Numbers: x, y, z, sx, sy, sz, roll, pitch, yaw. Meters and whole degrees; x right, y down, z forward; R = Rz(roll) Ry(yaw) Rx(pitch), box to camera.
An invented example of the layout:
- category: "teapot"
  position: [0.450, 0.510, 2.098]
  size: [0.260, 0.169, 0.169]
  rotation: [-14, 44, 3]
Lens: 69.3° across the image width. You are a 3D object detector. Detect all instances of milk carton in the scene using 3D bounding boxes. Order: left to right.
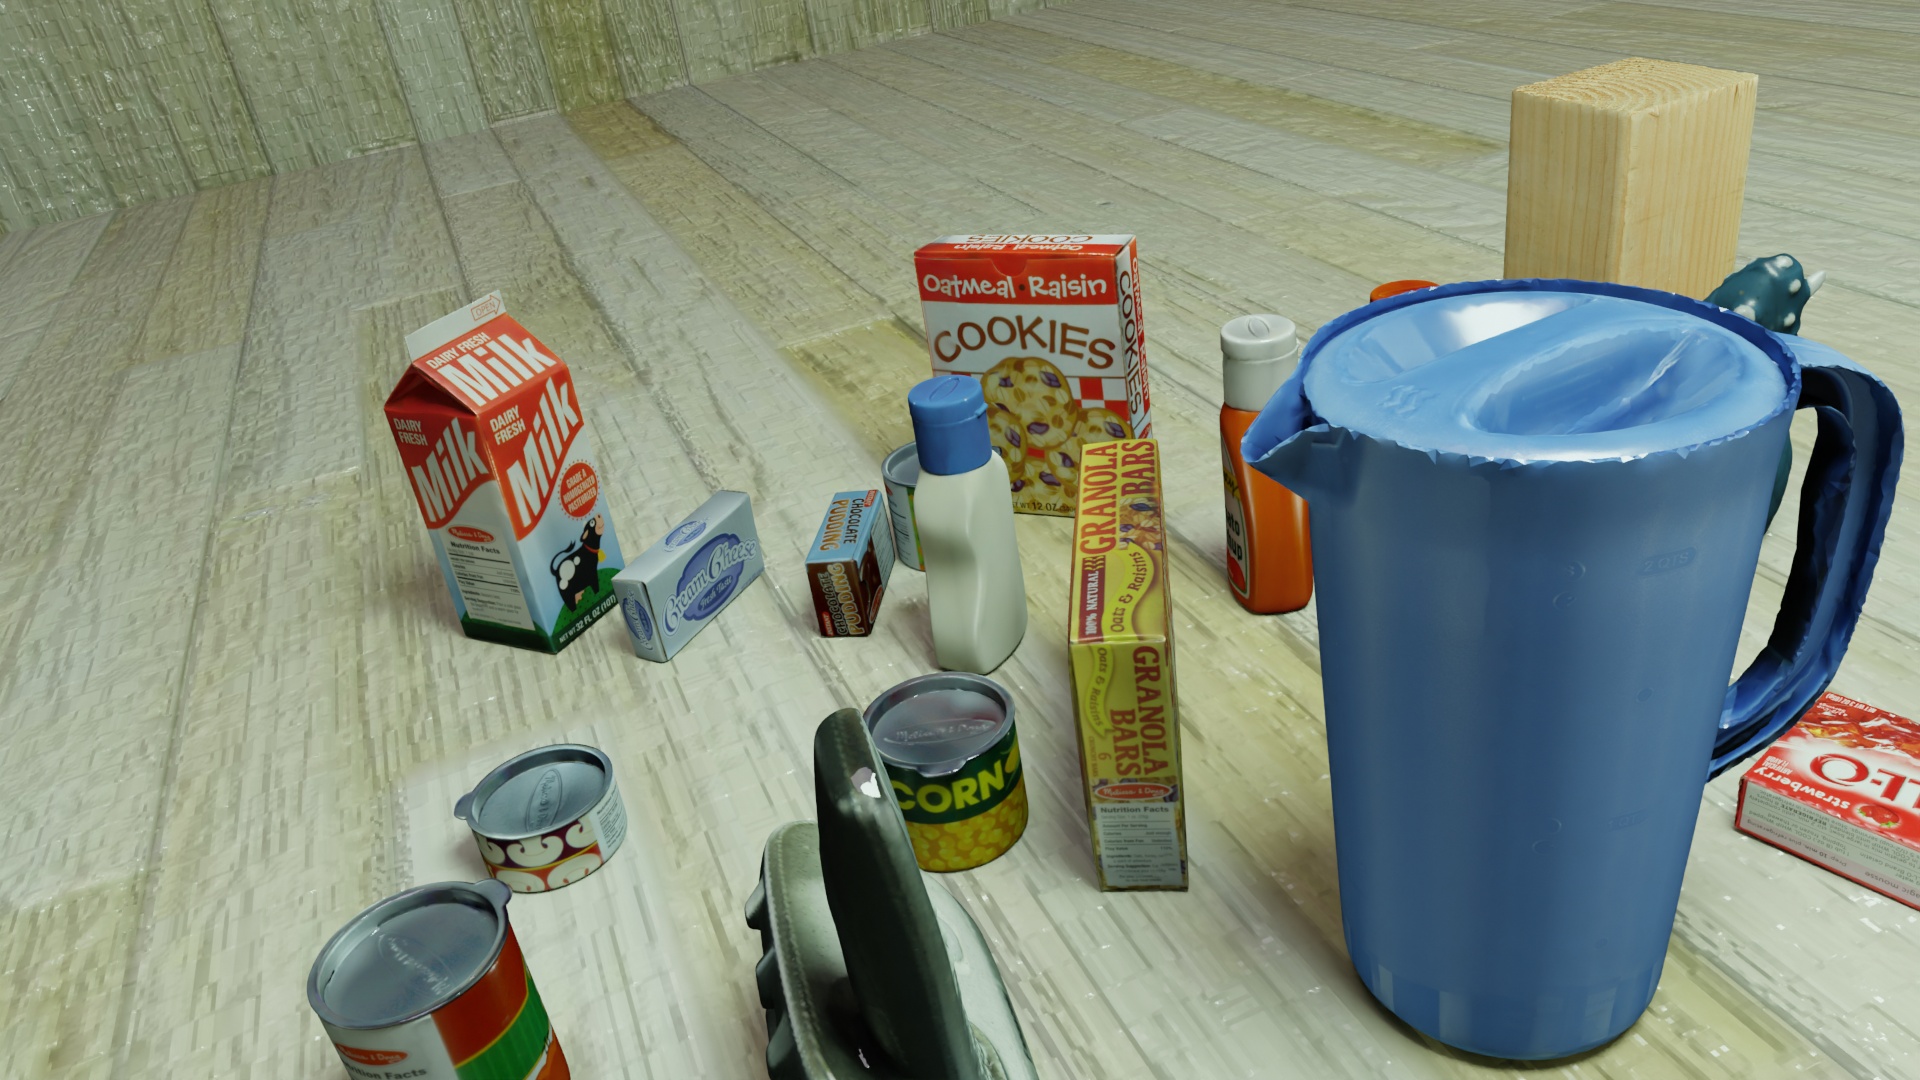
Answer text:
- category: "milk carton"
  position: [-0.255, -0.038, 0.778]
  size: [0.073, 0.189, 0.073]
  rotation: [7, 33, 27]

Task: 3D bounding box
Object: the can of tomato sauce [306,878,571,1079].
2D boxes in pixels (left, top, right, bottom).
- category: "can of tomato sauce"
  position: [-0.180, 0.173, 0.490]
  size: [0.071, 0.082, 0.071]
  rotation: [-7, 29, 4]

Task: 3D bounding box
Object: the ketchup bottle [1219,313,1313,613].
- category: "ketchup bottle"
  position: [0.155, -0.040, 0.707]
  size: [0.043, 0.148, 0.065]
  rotation: [-8, 29, 3]

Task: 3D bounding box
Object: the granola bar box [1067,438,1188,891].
- category: "granola bar box"
  position: [0.072, 0.048, 0.599]
  size: [0.039, 0.123, 0.166]
  rotation: [-4, 29, 9]

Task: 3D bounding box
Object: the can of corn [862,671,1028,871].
- category: "can of corn"
  position: [-0.006, 0.100, 0.595]
  size: [0.071, 0.058, 0.071]
  rotation: [-7, 29, 4]

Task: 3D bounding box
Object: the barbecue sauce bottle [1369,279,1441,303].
- category: "barbecue sauce bottle"
  position: [0.231, -0.059, 0.719]
  size: [0.065, 0.147, 0.044]
  rotation: [-7, 29, 3]

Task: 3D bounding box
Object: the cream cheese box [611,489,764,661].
- category: "cream cheese box"
  position: [-0.151, 0.019, 0.788]
  size: [0.024, 0.053, 0.104]
  rotation: [7, 33, 27]

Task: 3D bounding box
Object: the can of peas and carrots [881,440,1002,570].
- category: "can of peas and carrots"
  position: [-0.007, -0.023, 0.815]
  size: [0.071, 0.058, 0.071]
  rotation: [-7, 29, 4]

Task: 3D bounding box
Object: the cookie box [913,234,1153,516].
- category: "cookie box"
  position: [0.046, -0.095, 0.817]
  size: [0.123, 0.166, 0.040]
  rotation: [5, 32, 24]

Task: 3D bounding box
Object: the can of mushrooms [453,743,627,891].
- category: "can of mushrooms"
  position: [-0.189, 0.125, 0.629]
  size: [0.071, 0.033, 0.071]
  rotation: [-7, 29, 4]

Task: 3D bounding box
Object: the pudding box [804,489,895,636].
- category: "pudding box"
  position: [-0.061, 0.011, 0.779]
  size: [0.030, 0.049, 0.084]
  rotation: [-4, 29, 10]

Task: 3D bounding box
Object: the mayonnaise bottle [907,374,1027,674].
- category: "mayonnaise bottle"
  position: [0.002, -0.009, 0.695]
  size: [0.041, 0.147, 0.065]
  rotation: [6, 32, 25]
